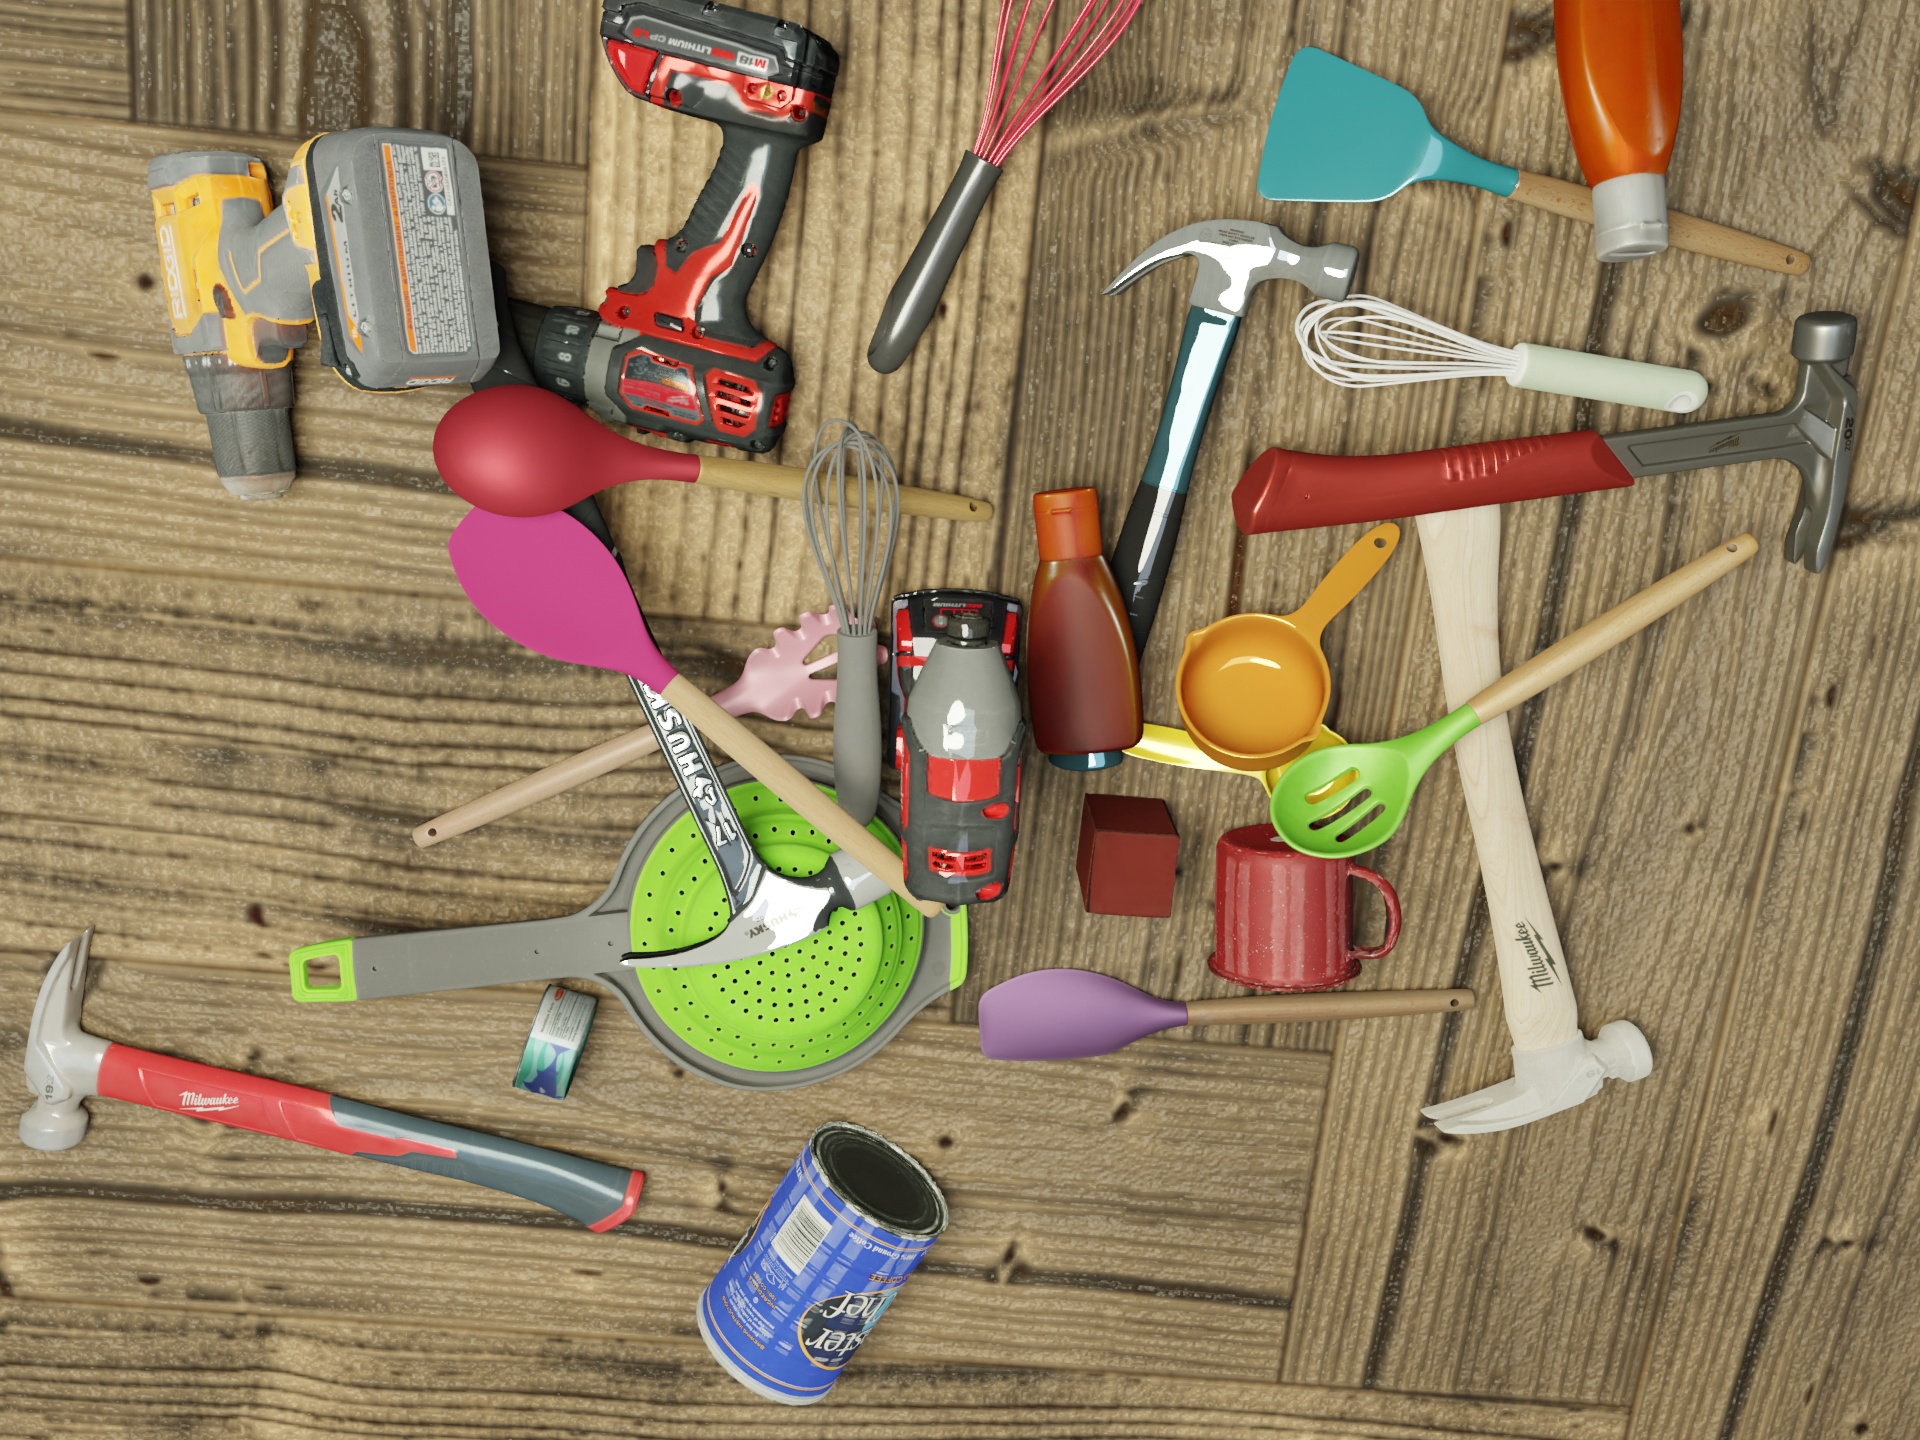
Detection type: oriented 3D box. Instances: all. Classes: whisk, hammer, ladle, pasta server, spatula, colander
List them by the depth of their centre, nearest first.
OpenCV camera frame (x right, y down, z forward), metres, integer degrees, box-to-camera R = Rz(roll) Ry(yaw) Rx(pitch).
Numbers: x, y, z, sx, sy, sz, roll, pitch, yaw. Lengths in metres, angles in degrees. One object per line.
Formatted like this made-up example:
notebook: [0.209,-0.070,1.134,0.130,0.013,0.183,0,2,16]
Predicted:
hammer: [-0.188,-0.058,0.849,0.149,0.036,0.409,-26,93,-9]
ladle: [-0.118,-0.130,0.855,0.315,0.031,0.069,3,81,-31]
whisk: [0.022,-0.321,0.860,0.073,0.073,0.295,27,108,-8]
whisk: [-0.060,-0.048,0.877,0.055,0.055,0.238,0,113,-1]
hammer: [0.329,-0.133,0.891,0.359,0.037,0.149,-9,114,-8]
spatula: [0.328,-0.296,0.891,0.317,0.044,0.082,12,103,-9]
whisk: [0.309,-0.204,0.905,0.246,0.059,0.057,7,148,-7]
hammer: [0.114,-0.121,0.912,0.128,0.033,0.331,20,109,14]
colander: [-0.185,0.131,0.915,0.397,0.094,0.204,-5,92,-9]
pasta server: [-0.189,0.011,0.952,0.316,0.040,0.060,-23,92,6]
hammer: [0.317,0.054,0.965,0.146,0.038,0.410,-17,103,-8]
hammer: [-0.388,0.243,1.008,0.386,0.038,0.143,15,102,-5]
spatula: [0.169,0.183,1.014,0.316,0.018,0.060,-2,95,0]

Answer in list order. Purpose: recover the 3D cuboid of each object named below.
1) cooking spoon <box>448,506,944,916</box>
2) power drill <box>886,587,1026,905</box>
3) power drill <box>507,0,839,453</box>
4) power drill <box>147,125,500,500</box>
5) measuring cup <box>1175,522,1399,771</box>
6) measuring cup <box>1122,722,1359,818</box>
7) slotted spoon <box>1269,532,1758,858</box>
cooking spoon: [-0.132,-0.002,0.830,0.319,0.017,0.069,41,85,-5]
power drill: [-0.001,-0.003,0.857,0.078,0.220,0.143,2,105,-2]
power drill: [-0.168,-0.270,0.860,0.188,0.080,0.226,15,108,2]
power drill: [-0.337,-0.206,0.823,0.226,0.084,0.185,7,106,38]
measuring cup: [0.199,-0.044,0.937,0.095,0.052,0.173,40,82,18]
measuring cup: [0.164,0.020,0.973,0.156,0.029,0.062,11,100,8]
slotted spoon: [0.317,-0.016,0.911,0.314,0.031,0.070,-33,59,4]
